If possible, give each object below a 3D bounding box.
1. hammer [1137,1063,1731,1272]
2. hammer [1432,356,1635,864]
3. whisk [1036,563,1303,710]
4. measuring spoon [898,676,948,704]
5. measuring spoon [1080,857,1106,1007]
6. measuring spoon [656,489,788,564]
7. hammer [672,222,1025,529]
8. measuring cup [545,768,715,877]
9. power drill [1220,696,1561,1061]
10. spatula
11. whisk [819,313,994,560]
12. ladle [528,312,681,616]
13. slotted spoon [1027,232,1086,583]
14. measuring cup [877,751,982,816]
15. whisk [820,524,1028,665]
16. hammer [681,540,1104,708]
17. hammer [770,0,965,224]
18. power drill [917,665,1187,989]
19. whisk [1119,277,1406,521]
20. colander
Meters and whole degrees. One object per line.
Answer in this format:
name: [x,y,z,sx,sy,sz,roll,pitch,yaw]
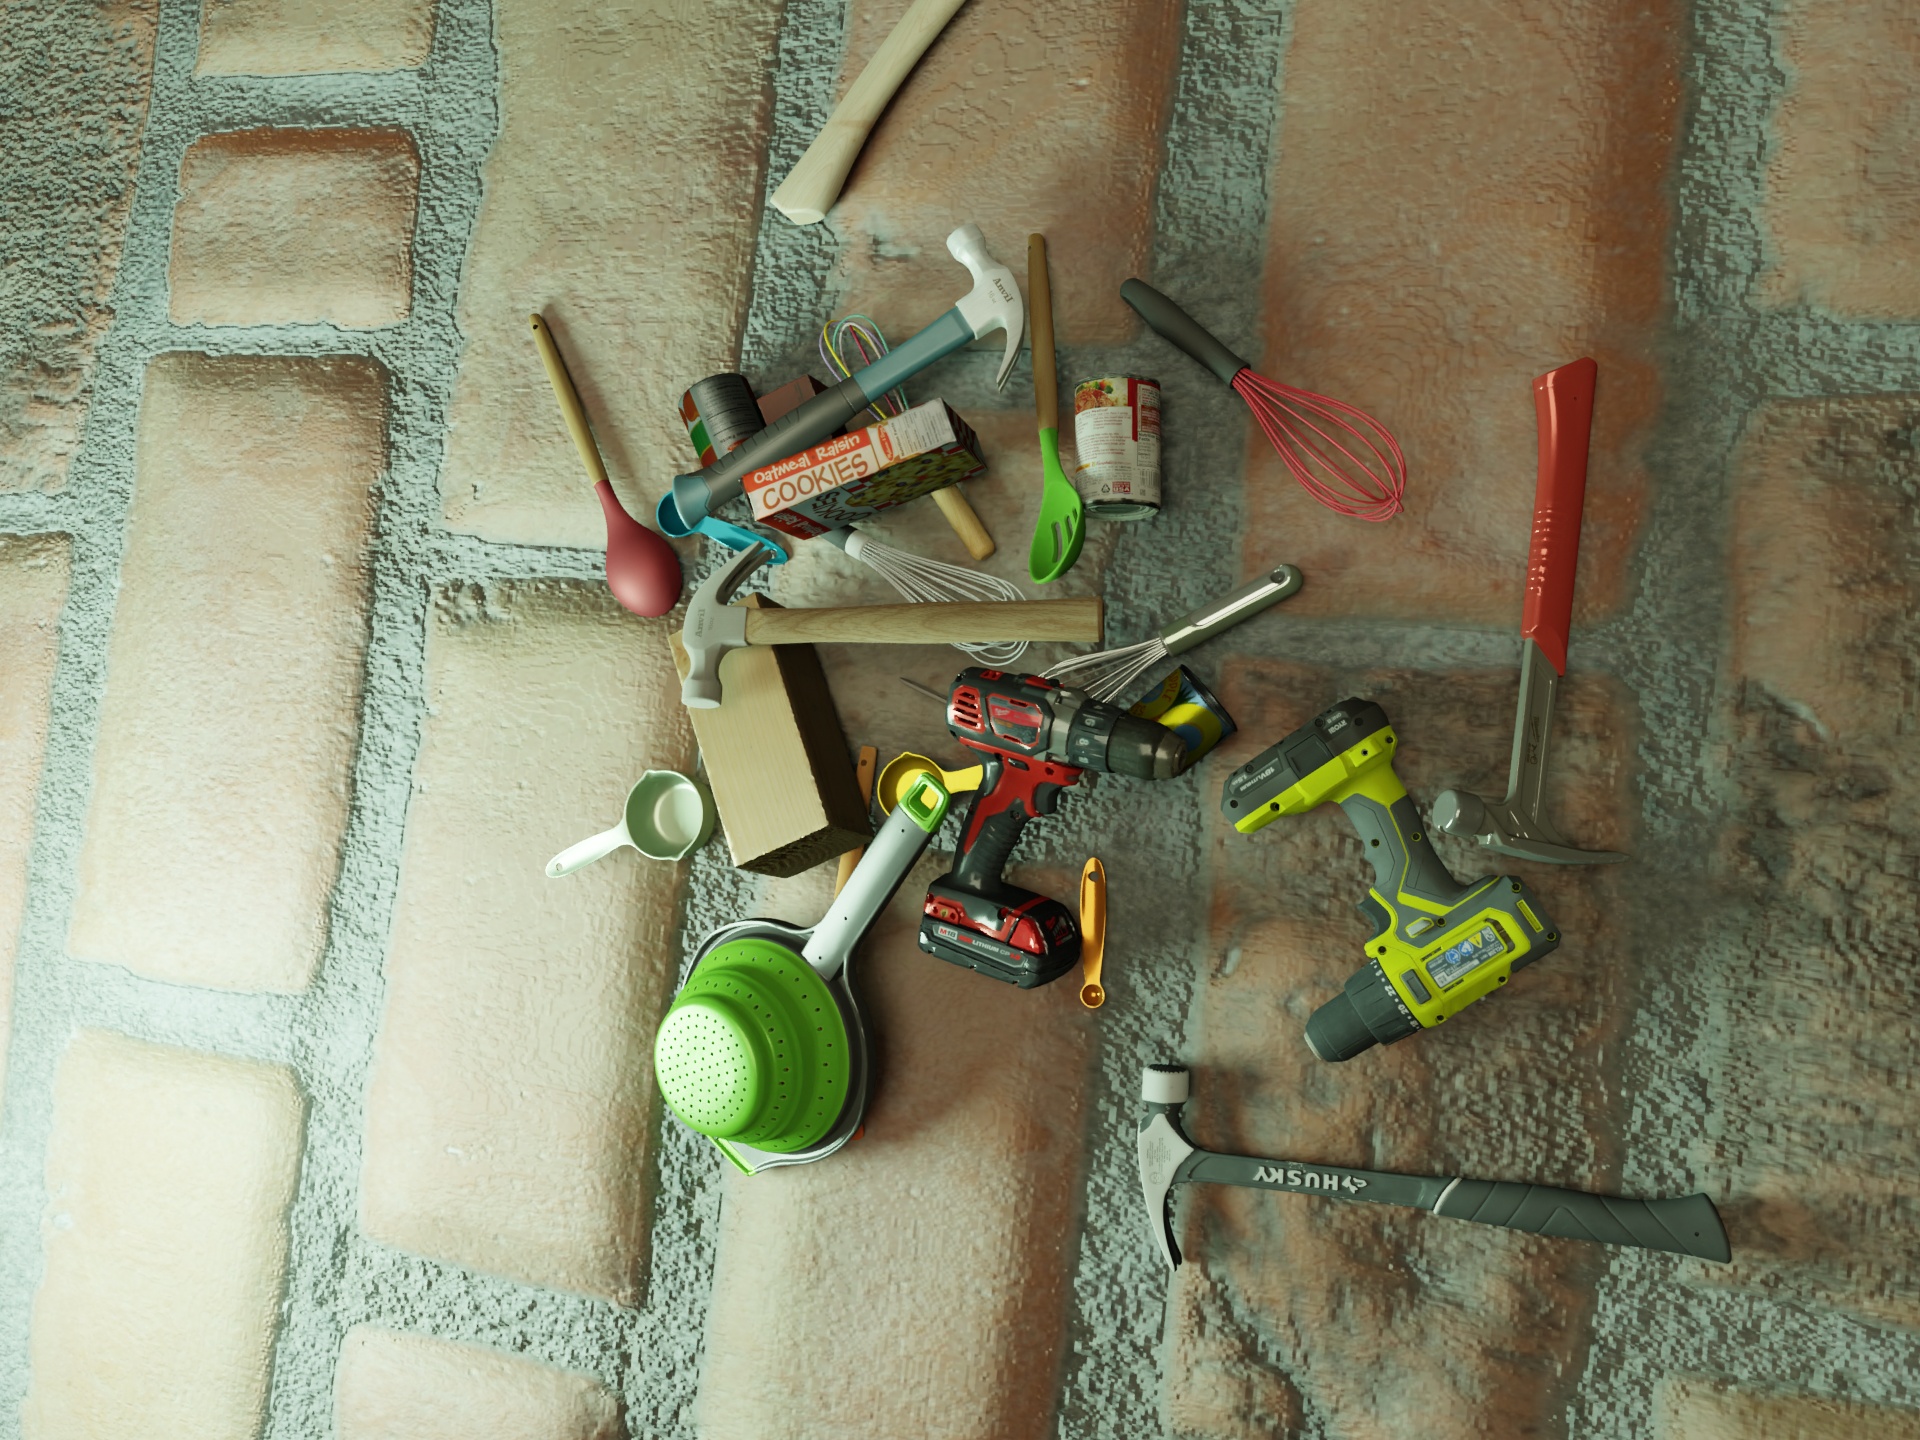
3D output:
hammer: [0.328,0.344,1.141,0.409,0.036,0.149,2,87,20]
hammer: [0.423,-0.080,1.123,0.149,0.037,0.359,13,80,-17]
whisk: [0.152,-0.057,1.232,0.246,0.059,0.058,-28,49,11]
measuring spoon: [-0.002,-0.004,1.291,0.124,0.034,0.018,27,100,25]
measuring spoon: [0.105,0.166,1.249,0.021,0.011,0.117,-2,81,20]
measuring spoon: [-0.205,-0.163,1.385,0.128,0.021,0.042,24,93,11]
hammer: [-0.093,-0.261,1.288,0.331,0.033,0.128,-33,83,2]
measuring cup: [-0.285,0.100,1.379,0.167,0.038,0.083,-26,78,18]
power drill: [0.289,0.117,1.152,0.190,0.080,0.229,-35,78,13]
spatula: [-0.098,0.182,1.313,0.081,0.041,0.323,7,84,20]
whisk: [-0.040,-0.238,1.319,0.051,0.047,0.245,-35,80,12]
ladle: [-0.329,-0.235,1.428,0.069,0.031,0.316,-29,75,15]
slotted spoon: [0.070,-0.251,1.254,0.070,0.031,0.314,-32,55,54]
measuring cup: [0.011,0.048,1.288,0.156,0.029,0.062,-10,81,7]
whisk: [-0.057,-0.131,1.309,0.285,0.070,0.070,32,96,23]
hammer: [-0.054,-0.078,1.232,0.331,0.031,0.130,-1,75,11]
hammer: [-0.032,-0.602,1.346,0.146,0.038,0.410,43,100,19]
power drill: [0.066,0.083,1.201,0.188,0.080,0.226,15,103,26]
whisk: [0.227,-0.252,1.214,0.296,0.073,0.073,45,101,23]
colander: [-0.133,0.202,1.233,0.205,0.094,0.397,42,114,22]
